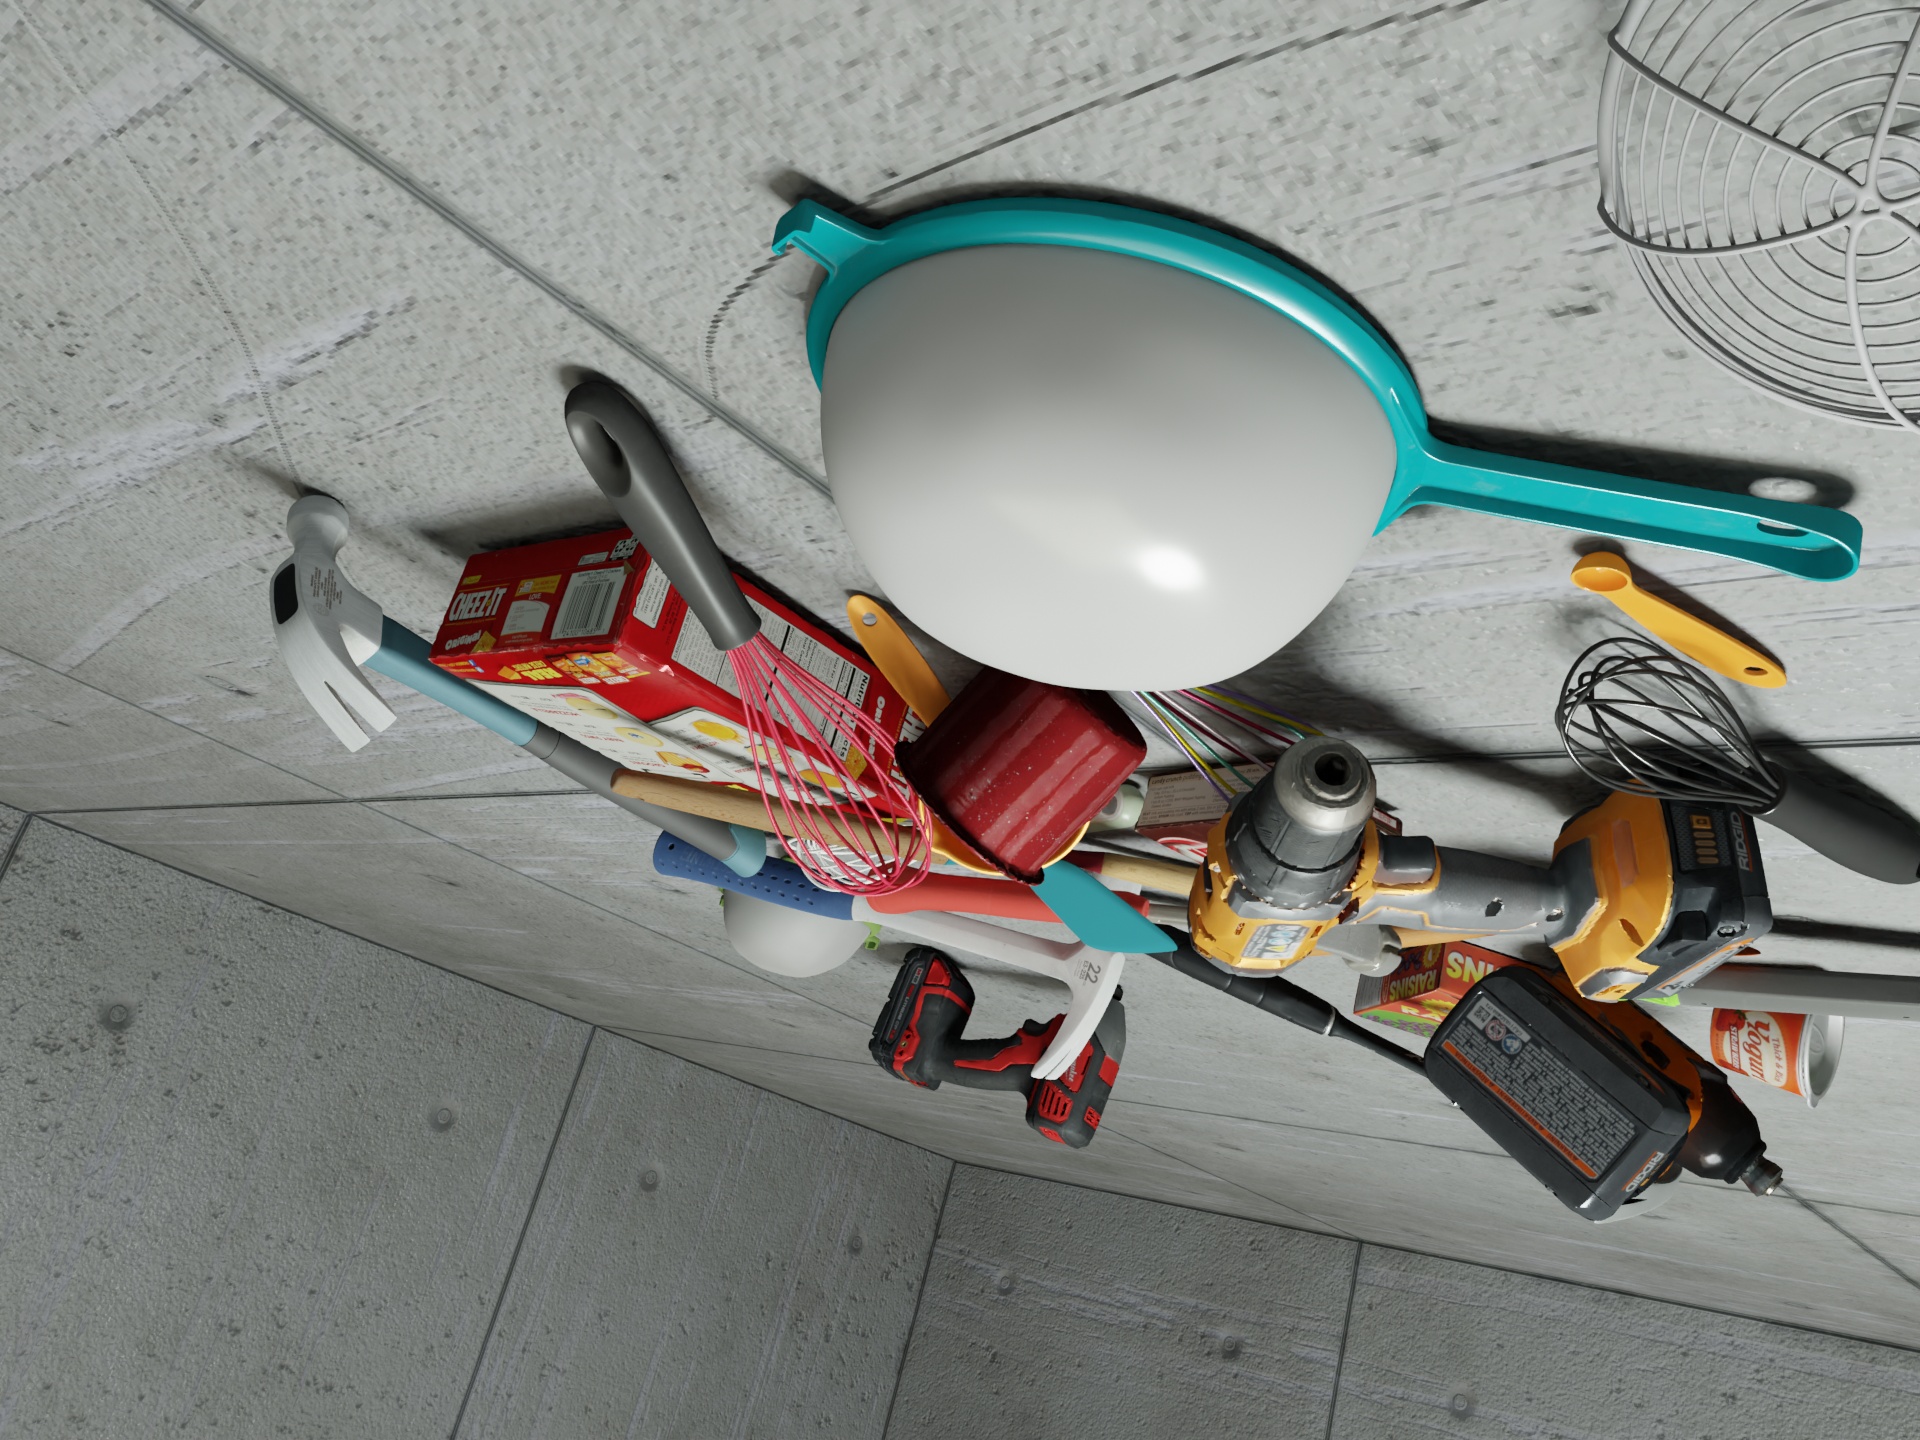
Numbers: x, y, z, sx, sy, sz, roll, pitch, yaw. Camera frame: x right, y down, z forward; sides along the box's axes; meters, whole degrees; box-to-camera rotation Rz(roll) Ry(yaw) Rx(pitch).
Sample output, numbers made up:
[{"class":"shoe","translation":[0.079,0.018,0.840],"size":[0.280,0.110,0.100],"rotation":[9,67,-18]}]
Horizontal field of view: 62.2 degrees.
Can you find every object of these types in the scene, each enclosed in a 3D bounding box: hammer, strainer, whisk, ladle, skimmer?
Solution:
[{"class":"hammer","translation":[-0.067,0.140,1.149],"size":[0.406,0.144,0.035],"rotation":[11,171,33]},{"class":"strainer","translation":[0.100,-0.054,0.510],"size":[0.340,0.095,0.210],"rotation":[12,160,14]},{"class":"whisk","translation":[-0.088,-0.024,0.701],"size":[0.073,0.073,0.295],"rotation":[1,135,36]},{"class":"whisk","translation":[0.320,0.024,0.634],"size":[0.238,0.055,0.055],"rotation":[21,160,-29]},{"class":"ladle","translation":[0.116,0.096,1.008],"size":[0.315,0.031,0.069],"rotation":[11,164,8]},{"class":"hammer","translation":[0.075,0.113,0.972],"size":[0.359,0.037,0.149],"rotation":[1,165,40]},{"class":"whisk","translation":[0.090,-0.018,0.703],"size":[0.244,0.051,0.047],"rotation":[32,151,-25]},{"class":"whisk","translation":[-0.002,0.065,0.951],"size":[0.246,0.058,0.059],"rotation":[-10,161,32]},{"class":"hammer","translation":[0.249,0.202,1.017],"size":[0.409,0.036,0.149],"rotation":[24,-169,25]},{"class":"hammer","translation":[-0.229,0.007,0.878],"size":[0.033,0.128,0.330],"rotation":[-33,136,22]},{"class":"strainer","translation":[-0.145,0.171,1.345],"size":[0.151,0.069,0.256],"rotation":[16,162,1]},{"class":"skimmer","translation":[0.295,-0.082,0.383],"size":[0.363,0.090,0.127],"rotation":[16,160,-33]}]

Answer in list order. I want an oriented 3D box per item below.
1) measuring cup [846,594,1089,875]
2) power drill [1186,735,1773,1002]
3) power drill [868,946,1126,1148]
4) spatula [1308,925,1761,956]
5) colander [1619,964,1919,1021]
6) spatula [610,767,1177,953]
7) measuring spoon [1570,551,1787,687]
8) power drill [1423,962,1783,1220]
[{"class":"measuring cup","translation":[-0.001,-0.003,0.795],"size":[0.095,0.052,0.173],"rotation":[-32,110,15]},{"class":"power drill","translation":[0.219,0.061,0.683],"size":[0.226,0.084,0.185],"rotation":[2,154,1]},{"class":"power drill","translation":[0.041,0.281,1.415],"size":[0.220,0.143,0.078],"rotation":[11,157,32]},{"class":"spatula","translation":[0.284,0.128,0.916],"size":[0.081,0.041,0.322],"rotation":[7,164,-37]},{"class":"colander","translation":[0.517,0.172,0.752],"size":[0.397,0.094,0.204],"rotation":[-1,158,28]},{"class":"spatula","translation":[-0.031,0.074,0.831],"size":[0.317,0.044,0.082],"rotation":[15,166,-27]},{"class":"measuring spoon","translation":[0.259,-0.036,0.568],"size":[0.116,0.011,0.021],"rotation":[23,161,-28]},{"class":"power drill","translation":[0.359,0.203,0.865],"size":[0.164,0.084,0.226],"rotation":[43,-162,31]}]
